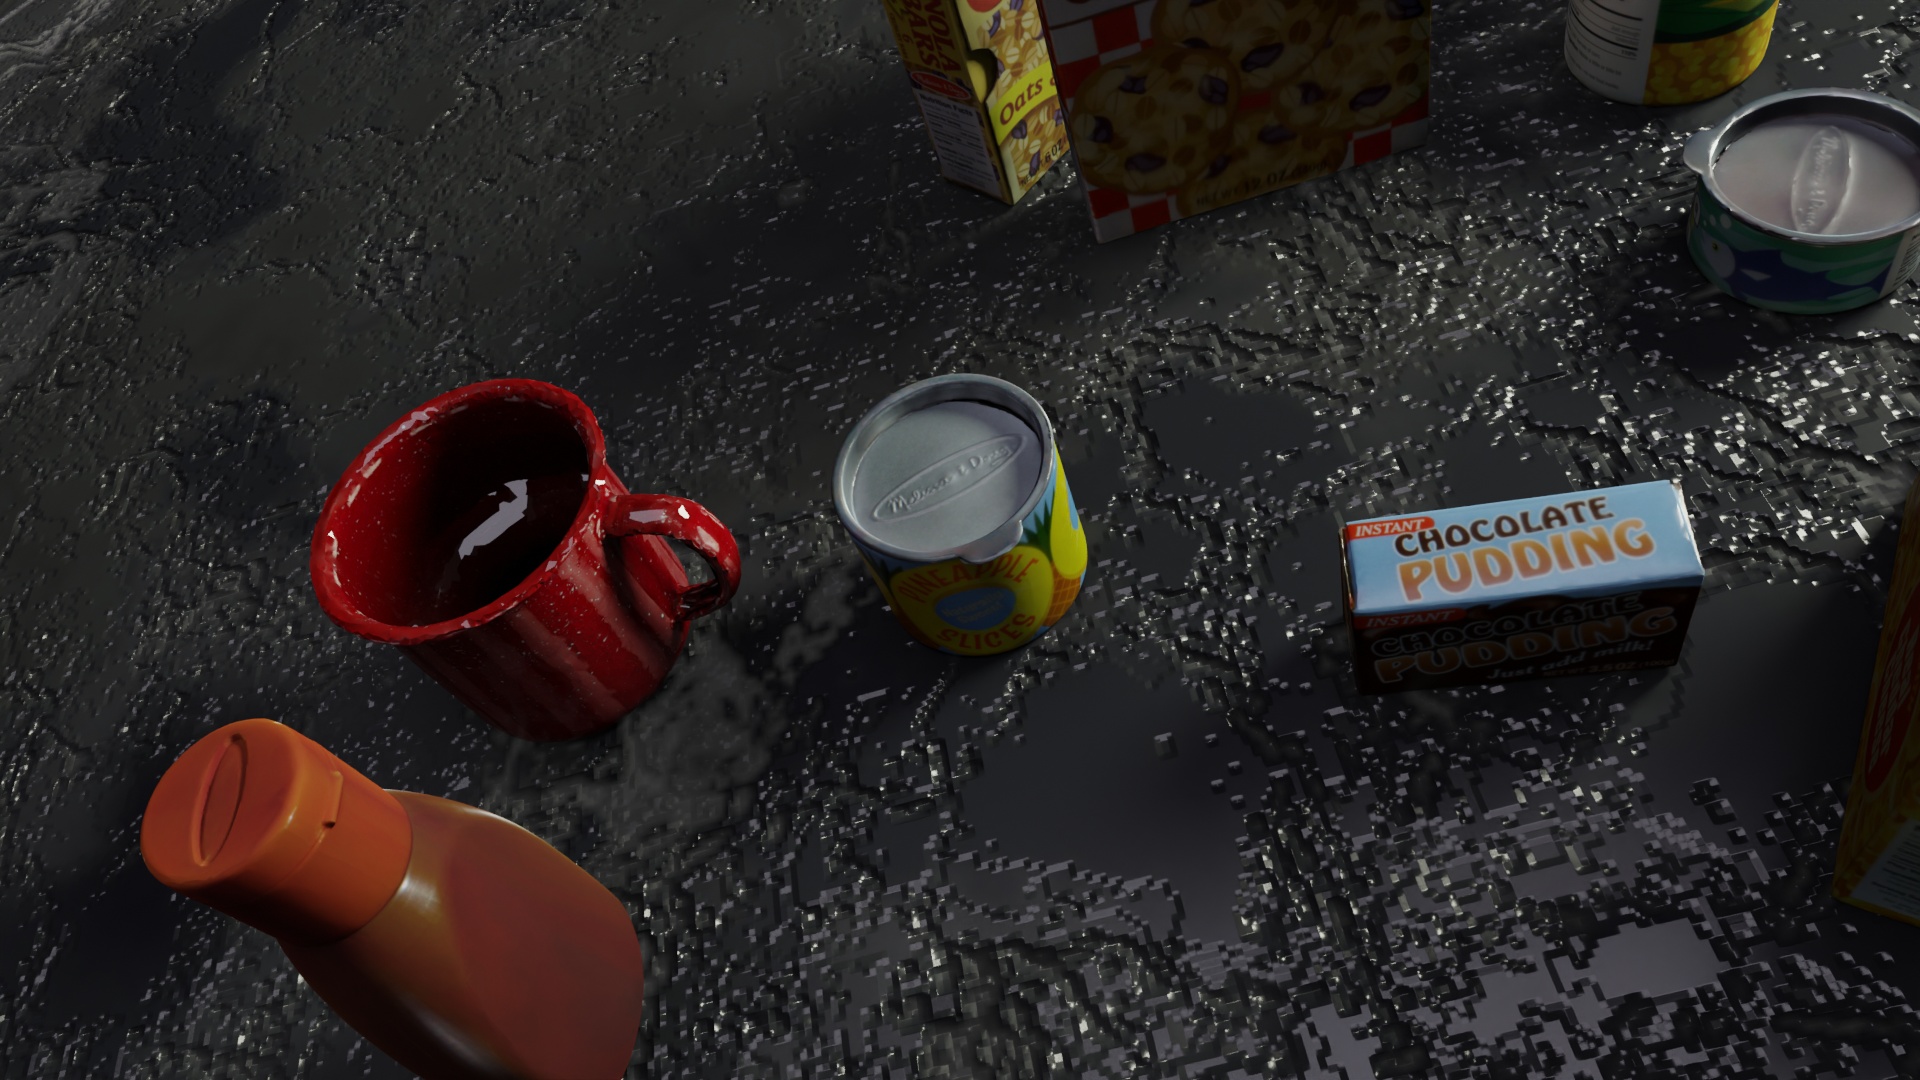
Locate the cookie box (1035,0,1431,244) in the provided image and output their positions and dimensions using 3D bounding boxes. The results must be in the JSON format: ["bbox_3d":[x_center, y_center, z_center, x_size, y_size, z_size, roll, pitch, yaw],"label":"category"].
[{"bbox_3d":[0.085,-0.185,0.446,0.123,0.166,0.040,-16,53,6],"label":"cookie box"}]

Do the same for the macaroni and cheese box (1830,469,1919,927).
[{"bbox_3d":[0.225,-0.005,0.278,0.040,0.165,0.124,16,62,26],"label":"macaroni and cheese box"}]

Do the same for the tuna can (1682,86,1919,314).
[{"bbox_3d":[0.255,-0.103,0.421,0.071,0.032,0.071,-8,54,12],"label":"tuna can"}]

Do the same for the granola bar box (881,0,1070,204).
[{"bbox_3d":[0.044,-0.226,0.514,0.039,0.123,0.166,30,69,32],"label":"granola bar box"}]

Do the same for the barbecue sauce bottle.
[{"bbox_3d":[-0.126,0.091,0.331,0.043,0.148,0.065,-13,54,8],"label":"barbecue sauce bottle"}]

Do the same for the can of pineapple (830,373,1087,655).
[{"bbox_3d":[0.001,-0.005,0.415,0.071,0.057,0.071,-8,54,12],"label":"can of pineapple"}]

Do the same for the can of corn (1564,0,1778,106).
[{"bbox_3d":[0.244,-0.192,0.470,0.071,0.058,0.071,-8,54,12],"label":"can of corn"}]

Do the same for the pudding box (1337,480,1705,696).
[{"bbox_3d":[0.144,0.014,0.363,0.084,0.049,0.030,-7,55,12],"label":"pudding box"}]
